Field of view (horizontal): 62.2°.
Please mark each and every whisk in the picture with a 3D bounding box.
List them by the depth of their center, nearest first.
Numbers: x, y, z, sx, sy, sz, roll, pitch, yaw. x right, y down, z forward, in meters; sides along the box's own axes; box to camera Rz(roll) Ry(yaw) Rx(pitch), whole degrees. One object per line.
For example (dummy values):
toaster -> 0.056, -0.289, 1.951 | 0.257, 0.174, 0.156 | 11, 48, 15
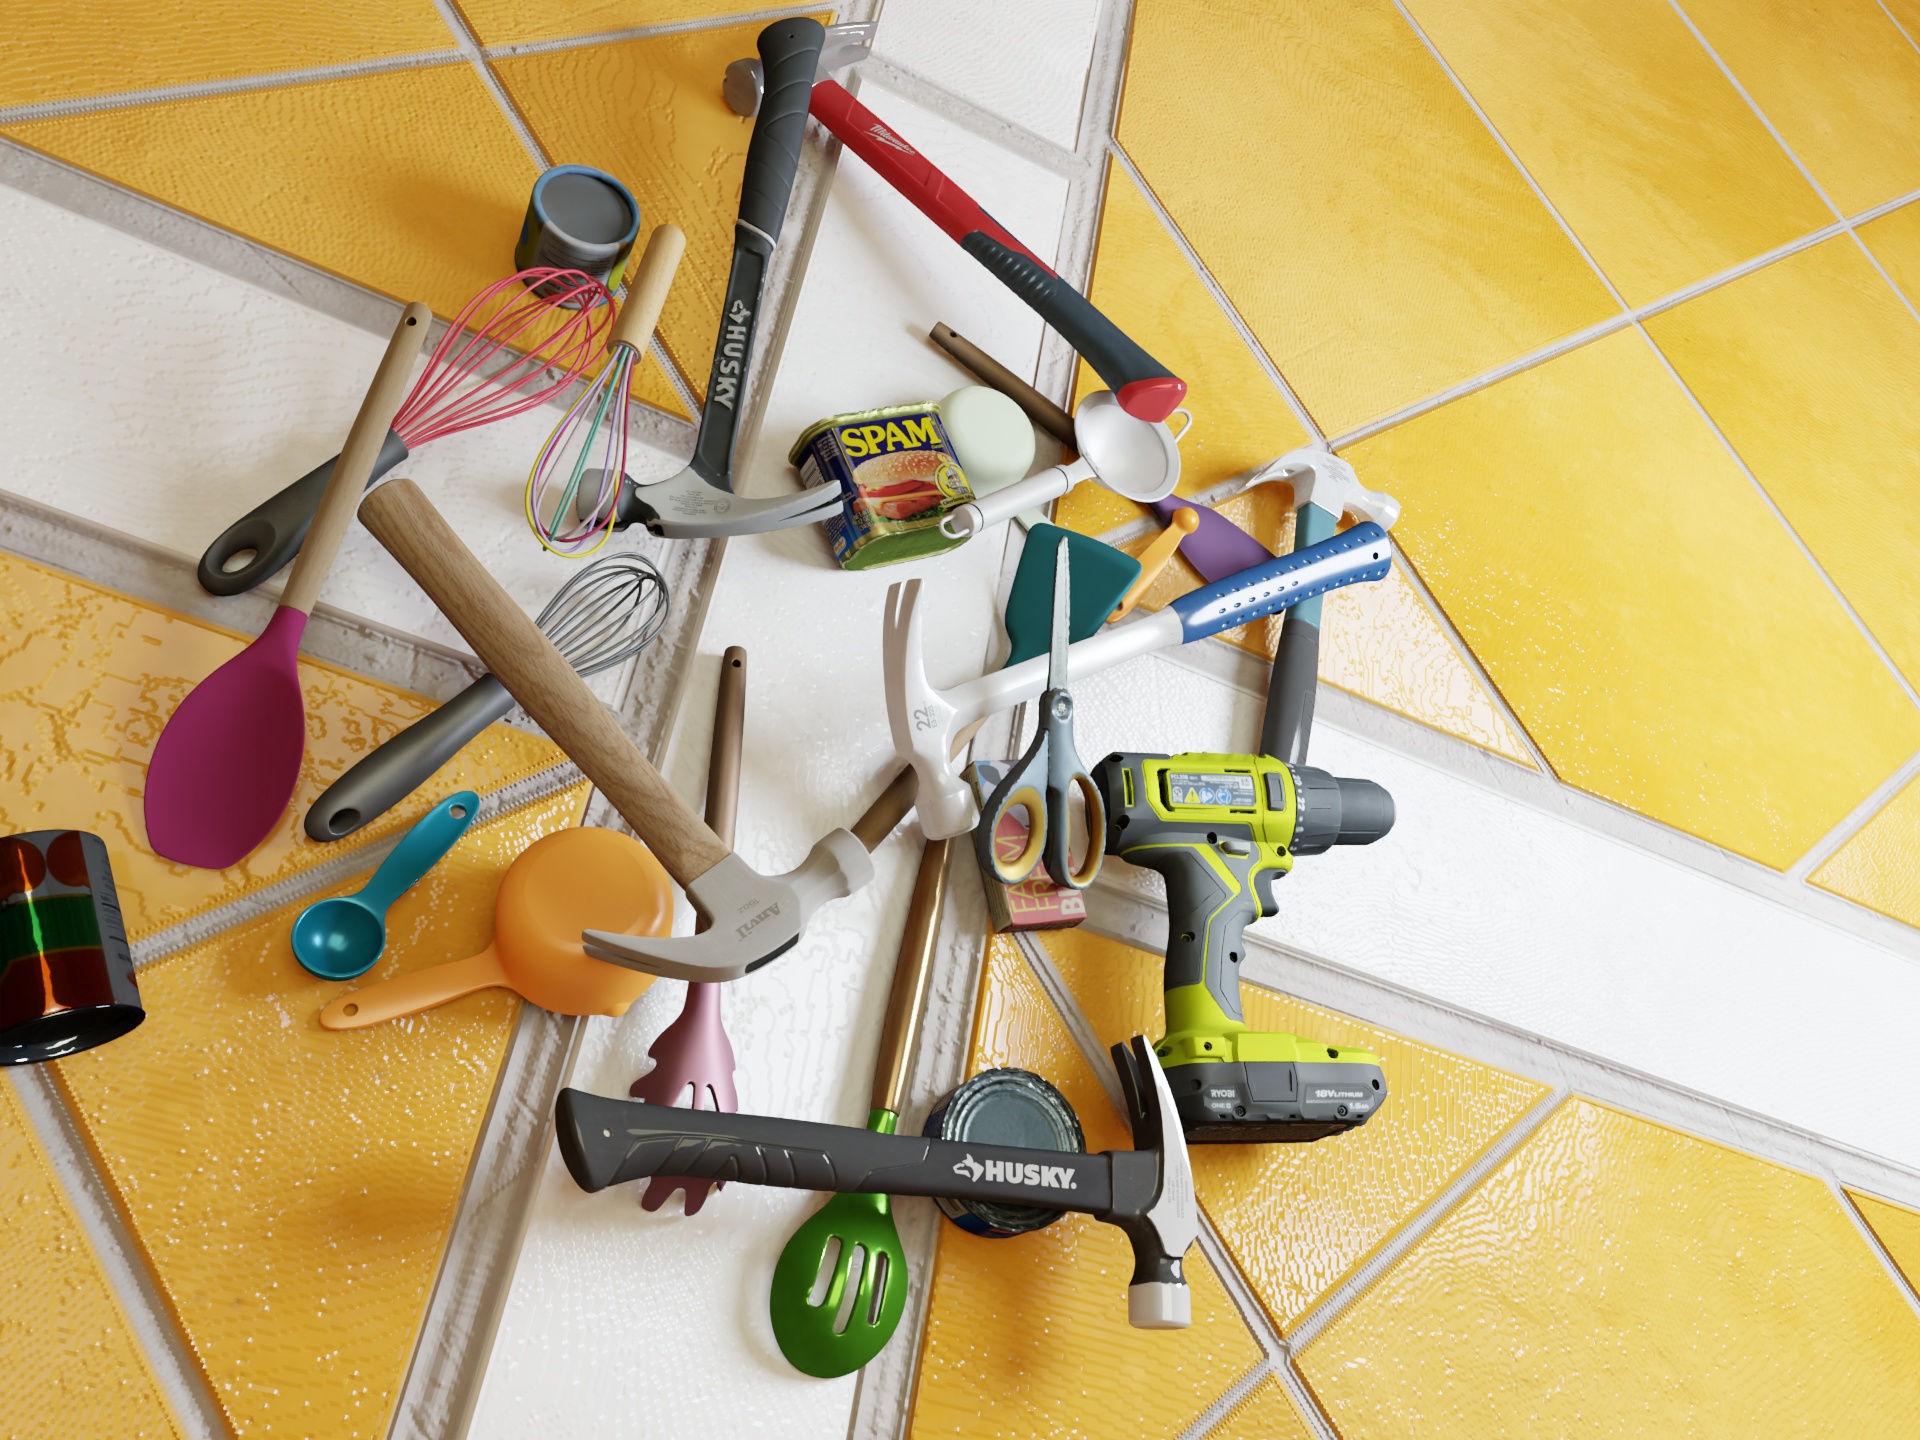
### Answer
whisk -> -0.242, -0.013, 0.835 | 0.055, 0.055, 0.239 | 46, 59, 1
whisk -> -0.298, -0.165, 0.877 | 0.073, 0.073, 0.296 | 42, 60, -2
whisk -> -0.195, -0.191, 0.905 | 0.047, 0.051, 0.245 | 17, 59, -9

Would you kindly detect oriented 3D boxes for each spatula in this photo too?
spatula -> -0.002, -0.003, 0.951 | 0.082, 0.044, 0.317 | 25, 53, 22
spatula -> 0.107, -0.176, 1.111 | 0.316, 0.018, 0.060 | 37, 57, -7

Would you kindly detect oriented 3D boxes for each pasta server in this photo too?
pasta server -> -0.134, 0.097, 0.845 | 0.060, 0.040, 0.316 | 14, 56, -21

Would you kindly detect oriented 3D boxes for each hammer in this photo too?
hammer -> -0.032, 0.213, 0.784 | 0.334, 0.035, 0.146 | 13, 63, -22
hammer -> -0.198, -0.003, 0.793 | 0.130, 0.031, 0.331 | -36, 71, -26
hammer -> 0.123, -0.062, 0.986 | 0.405, 0.035, 0.144 | -21, 100, -32
hammer -> -0.126, -0.288, 0.991 | 0.149, 0.036, 0.409 | 5, 64, 2
hammer -> 0.234, -0.051, 1.094 | 0.128, 0.033, 0.331 | 27, 58, -21
hammer -> 0.016, -0.350, 1.106 | 0.386, 0.038, 0.143 | 44, 52, 11

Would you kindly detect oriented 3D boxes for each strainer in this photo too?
strainer -> 0.066, -0.157, 1.028 | 0.258, 0.050, 0.087 | -30, 85, -45

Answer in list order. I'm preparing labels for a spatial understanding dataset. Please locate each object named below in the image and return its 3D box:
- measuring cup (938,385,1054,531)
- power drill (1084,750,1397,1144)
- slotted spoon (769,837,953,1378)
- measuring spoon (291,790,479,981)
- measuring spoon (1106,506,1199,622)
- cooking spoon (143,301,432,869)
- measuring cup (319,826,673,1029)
measuring cup -> 0.044, -0.154, 1.053 | 0.167, 0.038, 0.083 | 47, 54, 4
power drill -> 0.178, 0.127, 0.937 | 0.190, 0.080, 0.229 | 3, 65, -12
slotted spoon -> -0.037, 0.184, 0.848 | 0.070, 0.031, 0.314 | 22, 56, -15
measuring spoon -> -0.280, 0.081, 0.786 | 0.042, 0.021, 0.129 | 34, 46, -1
measuring spoon -> 0.130, -0.107, 1.082 | 0.021, 0.011, 0.117 | 43, 63, -5
cooking spoon -> -0.327, -0.077, 0.804 | 0.068, 0.017, 0.319 | 15, 70, -2
measuring cup -> -0.222, 0.107, 0.769 | 0.173, 0.052, 0.095 | -17, 61, -27
